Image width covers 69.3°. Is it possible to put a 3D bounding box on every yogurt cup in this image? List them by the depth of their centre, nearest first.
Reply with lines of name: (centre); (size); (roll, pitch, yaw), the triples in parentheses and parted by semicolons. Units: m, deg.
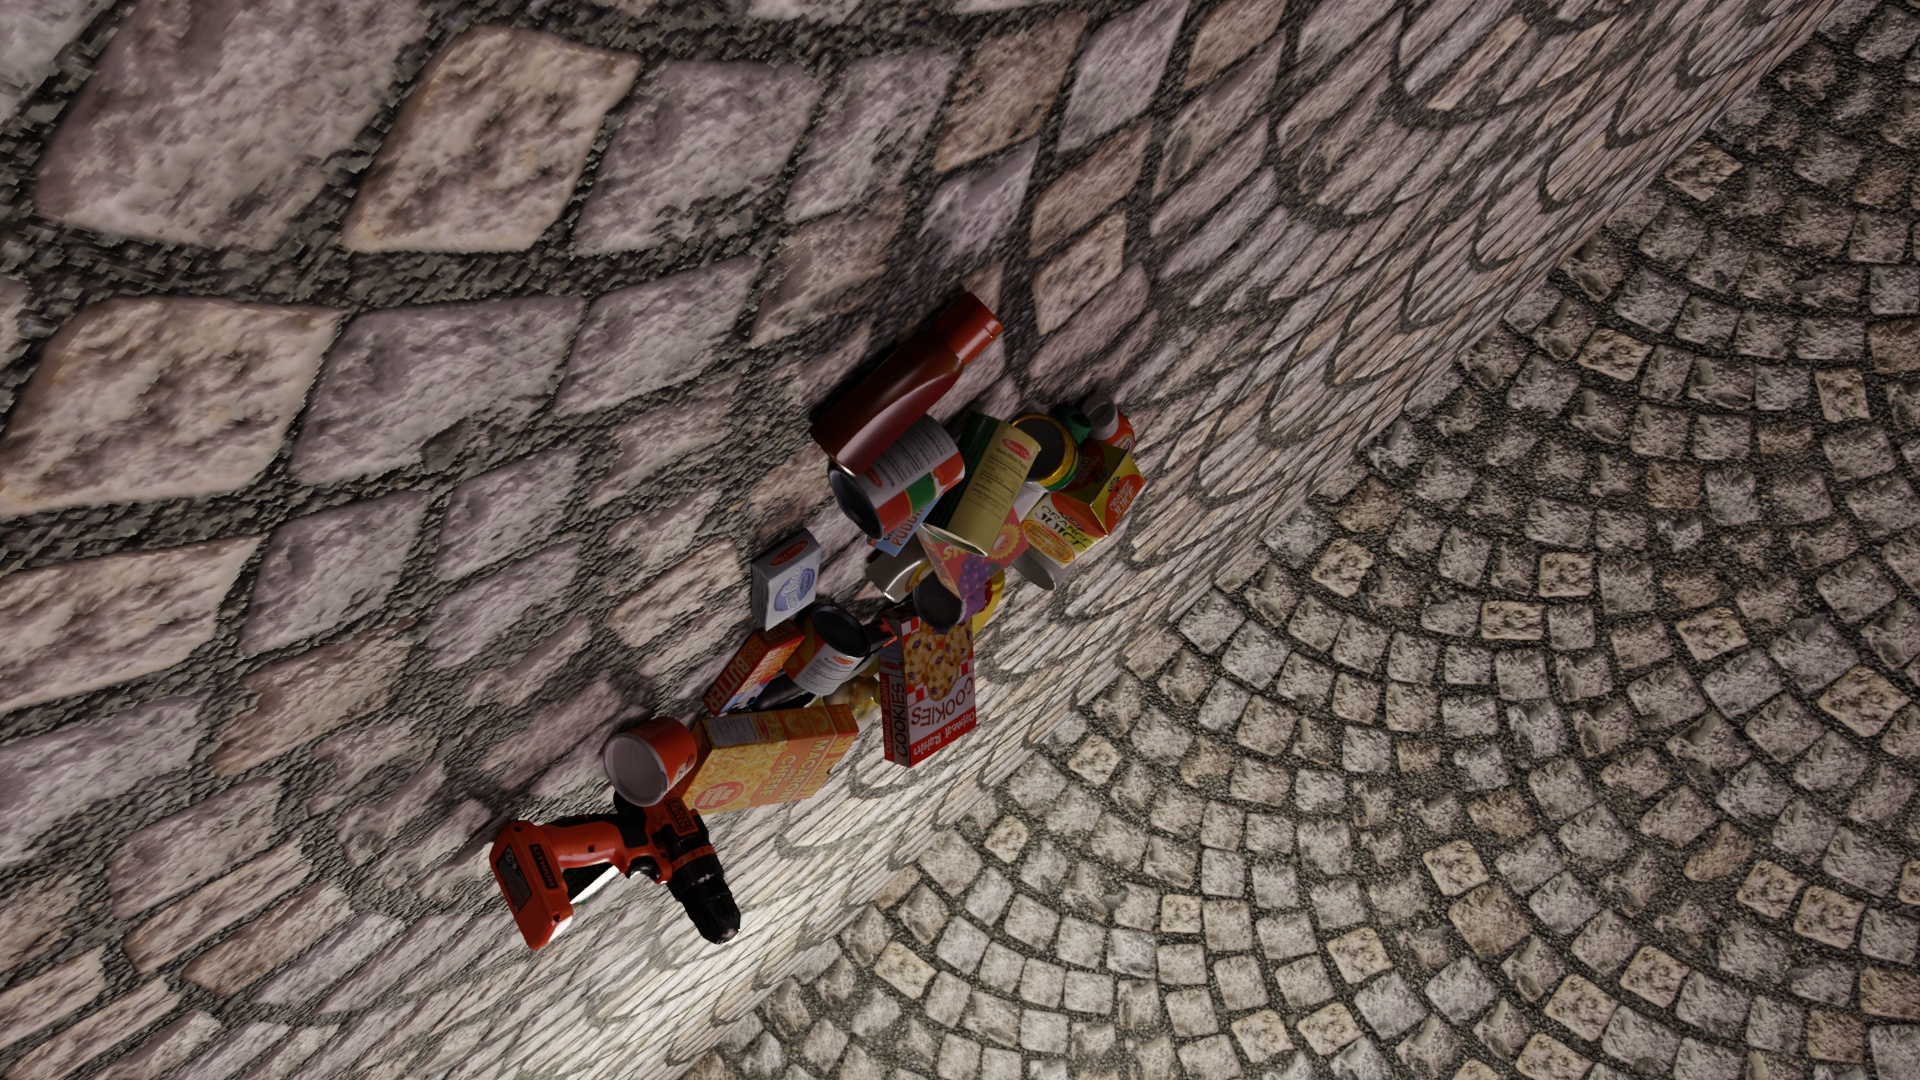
yogurt cup: (-0.264, 0.186, 1.193); (0.072, 0.072, 0.054); (-52, 170, 33)

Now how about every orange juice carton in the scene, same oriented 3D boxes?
orange juice carton: (0.123, -0.040, 1.402); (0.072, 0.073, 0.192); (-53, -178, -19)

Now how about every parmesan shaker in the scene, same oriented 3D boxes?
parmesan shaker: (0.013, -0.047, 1.158); (0.103, 0.071, 0.071); (-63, 167, -9)

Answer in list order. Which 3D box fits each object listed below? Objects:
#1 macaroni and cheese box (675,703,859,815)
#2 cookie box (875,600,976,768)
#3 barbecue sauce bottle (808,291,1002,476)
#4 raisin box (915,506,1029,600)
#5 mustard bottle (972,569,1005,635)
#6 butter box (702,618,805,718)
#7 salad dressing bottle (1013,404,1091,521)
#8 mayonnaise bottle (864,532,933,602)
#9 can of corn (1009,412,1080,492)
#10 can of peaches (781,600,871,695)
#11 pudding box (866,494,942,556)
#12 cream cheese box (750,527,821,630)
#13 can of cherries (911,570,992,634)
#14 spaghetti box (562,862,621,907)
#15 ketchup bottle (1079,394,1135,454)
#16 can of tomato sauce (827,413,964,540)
macaroni and cheese box: (-0.198, 0.218, 1.372); (0.167, 0.040, 0.123); (-1, 139, -38)
cookie box: (-0.035, 0.146, 1.511); (0.123, 0.040, 0.166); (-24, 117, -50)
barbecue sauce bottle: (-0.036, -0.110, 0.966); (0.148, 0.044, 0.065); (-43, 165, 2)
raisin box: (0.004, -0.016, 1.246); (0.086, 0.040, 0.123); (-39, 137, -13)
mustard bottle: (0.017, 0.061, 1.569); (0.065, 0.049, 0.159); (-30, 161, -38)
butter box: (-0.188, 0.116, 1.259); (0.103, 0.024, 0.053); (-50, 164, 30)
salad dressing bottle: (0.071, -0.068, 1.353); (0.147, 0.044, 0.064); (-51, 167, 28)
mayonnaise bottle: (-0.021, -0.005, 1.301); (0.148, 0.041, 0.064); (-42, 163, 0)
can of corn: (0.074, -0.083, 1.274); (0.071, 0.071, 0.058); (-43, 165, 7)
can of peaches: (-0.126, 0.100, 1.292); (0.058, 0.071, 0.071); (-49, 163, 25)
pudding box: (-0.045, -0.033, 1.142); (0.083, 0.030, 0.050); (-52, -159, 33)
cream cheese box: (-0.144, 0.033, 1.136); (0.053, 0.024, 0.103); (-34, 163, -23)
can of cherries: (-0.008, 0.056, 1.452); (0.058, 0.071, 0.071); (-24, 157, -51)
spaghetti box: (-0.307, 0.283, 1.424); (0.250, 0.029, 0.050); (-40, 165, -7)
ketchup bottle: (0.145, -0.110, 1.418); (0.065, 0.043, 0.148); (-41, 165, -1)
can of tomato sauce: (-0.049, -0.049, 1.059); (0.083, 0.071, 0.071); (-37, 164, -20)
